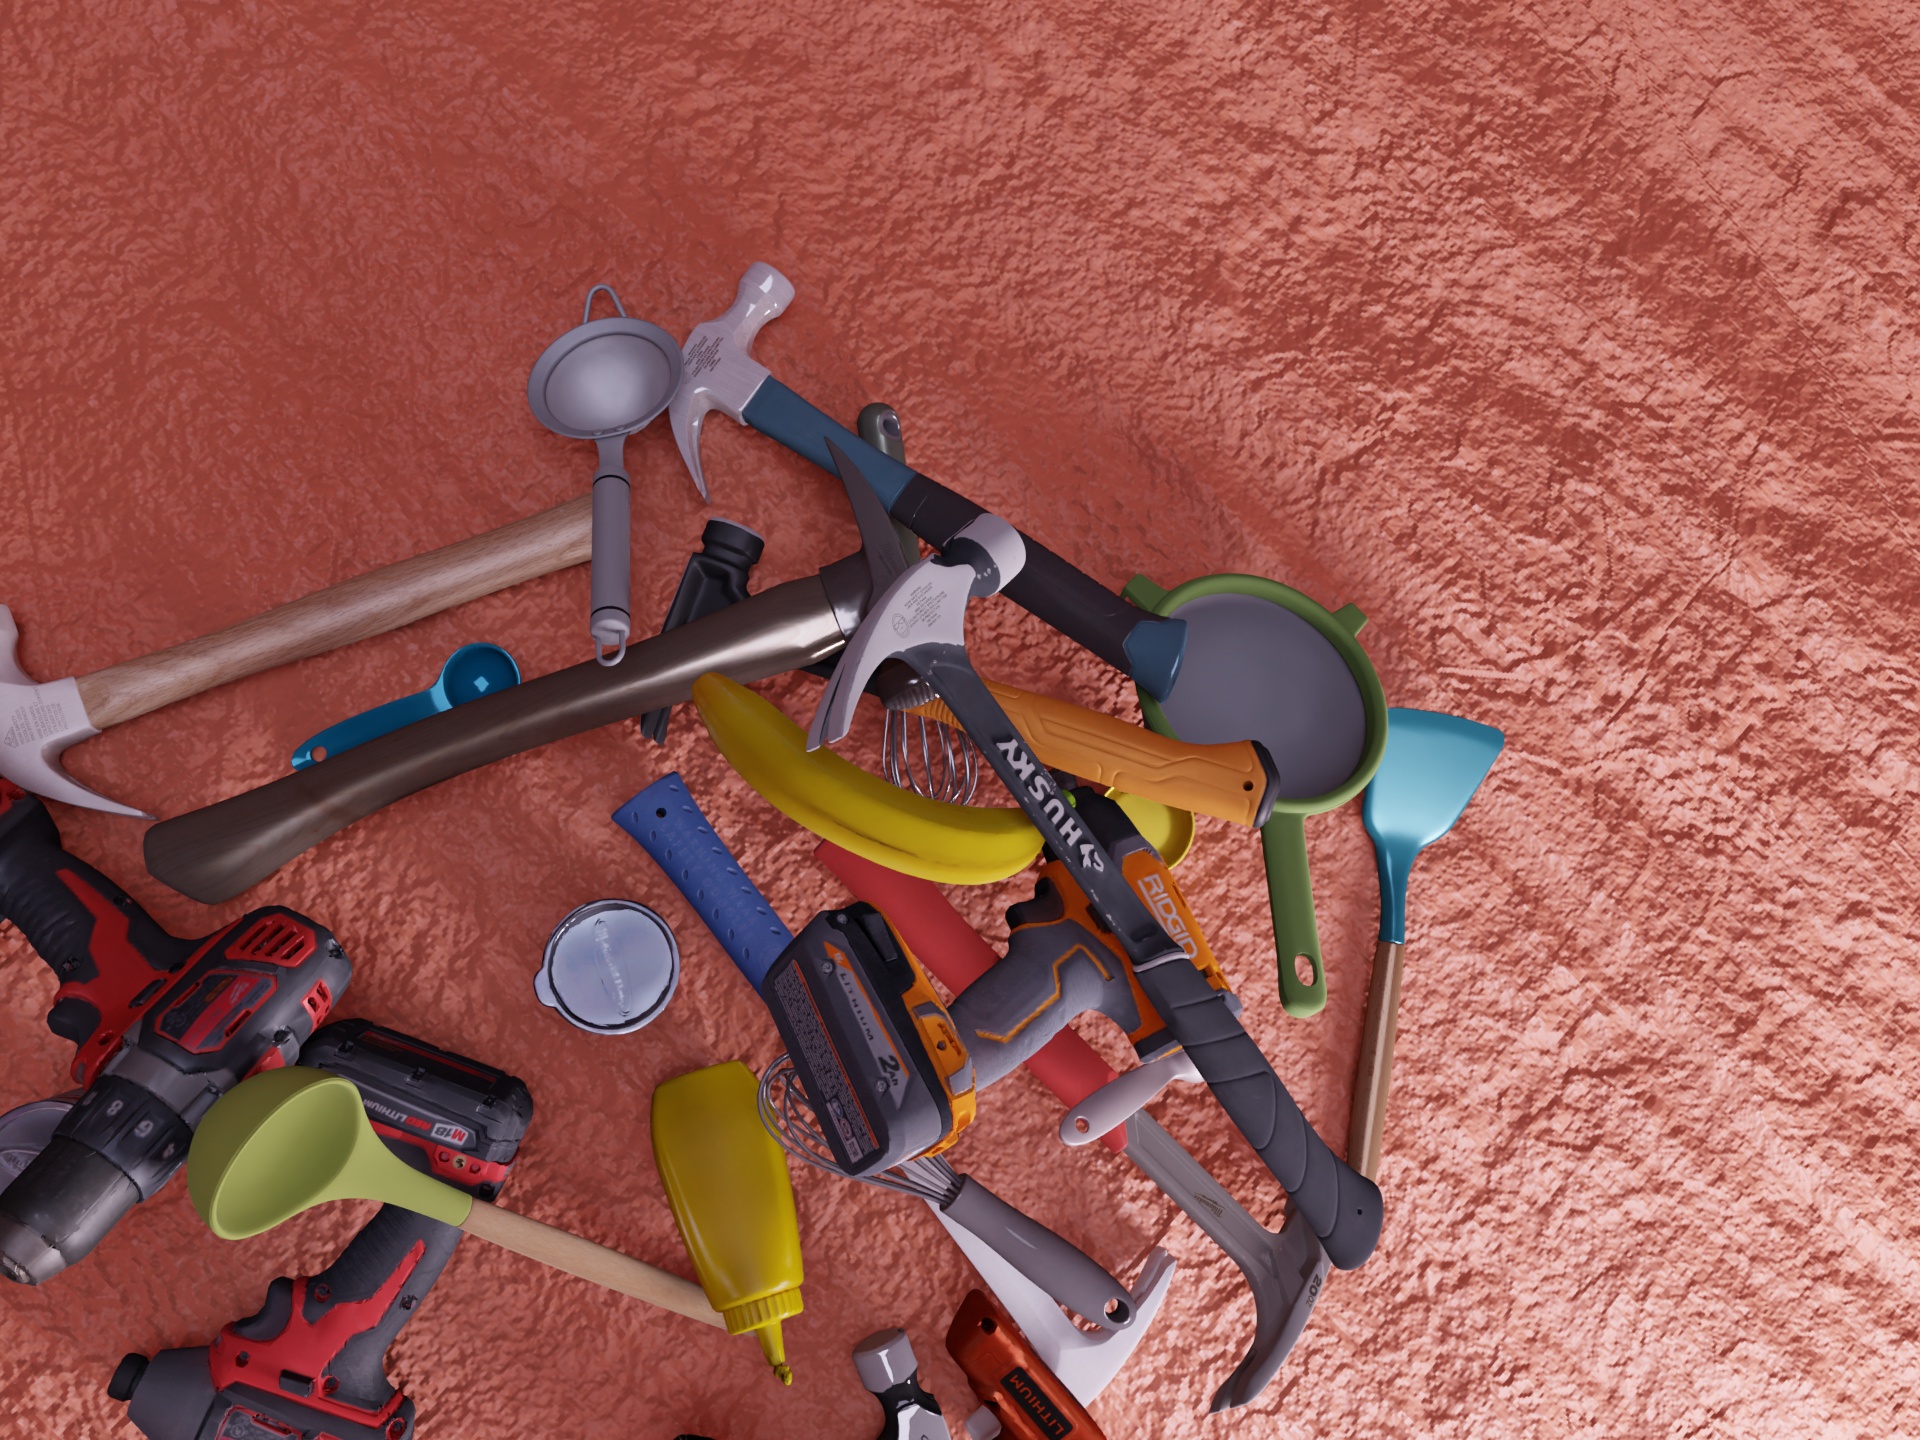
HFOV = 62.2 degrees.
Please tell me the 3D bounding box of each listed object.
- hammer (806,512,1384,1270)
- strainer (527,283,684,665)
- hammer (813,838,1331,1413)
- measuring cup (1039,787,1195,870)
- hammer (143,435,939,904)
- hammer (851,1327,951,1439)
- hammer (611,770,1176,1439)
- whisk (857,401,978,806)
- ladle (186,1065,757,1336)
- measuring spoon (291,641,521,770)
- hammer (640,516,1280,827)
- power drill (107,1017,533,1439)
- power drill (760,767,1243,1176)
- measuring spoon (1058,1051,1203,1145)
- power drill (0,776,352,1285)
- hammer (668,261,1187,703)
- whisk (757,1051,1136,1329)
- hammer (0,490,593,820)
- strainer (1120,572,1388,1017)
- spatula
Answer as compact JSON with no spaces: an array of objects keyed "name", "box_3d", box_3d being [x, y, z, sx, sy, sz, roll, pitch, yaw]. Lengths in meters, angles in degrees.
[{"name":"hammer","box_3d":[0.083,0.104,0.759,0.149,0.036,0.408,-44,103,-35]},{"name":"strainer","box_3d":[-0.182,-0.127,0.825,0.087,0.050,0.259,-10,53,1]},{"name":"hammer","box_3d":[0.053,0.191,0.853,0.359,0.036,0.149,45,46,1]},{"name":"measuring cup","box_3d":[0.053,0.064,0.900,0.156,0.029,0.062,-6,87,1]},{"name":"hammer","box_3d":[-0.220,-0.012,0.813,0.410,0.038,0.146,-21,75,-1]},{"name":"hammer","box_3d":[-0.154,0.450,0.810,0.334,0.035,0.146,-21,87,-12]},{"name":"hammer","box_3d":[-0.044,0.197,0.857,0.144,0.035,0.405,-37,91,-12]},{"name":"whisk","box_3d":[-0.031,-0.060,0.887,0.057,0.059,0.246,1,77,-47]},{"name":"ladle","box_3d":[-0.208,0.245,0.746,0.319,0.062,0.078,37,81,-33]},{"name":"measuring spoon","box_3d":[-0.294,-0.003,0.848,0.128,0.021,0.042,-24,89,-3]},{"name":"hammer","box_3d":[-0.001,-0.003,0.830,0.337,0.034,0.127,18,81,12]},{"name":"power drill","box_3d":[-0.312,0.268,0.784,0.143,0.078,0.220,23,83,-7]},{"name":"power drill","box_3d":[0.020,0.117,0.804,0.226,0.084,0.164,-16,71,-33]},{"name":"measuring spoon","box_3d":[0.098,0.192,0.843,0.124,0.018,0.034,-22,74,-40]},{"name":"power drill","box_3d":[-0.421,0.130,0.718,0.227,0.080,0.188,25,48,8]},{"name":"hammer","box_3d":[-0.018,-0.116,0.858,0.331,0.033,0.128,34,82,11]},{"name":"whisk","box_3d":[-0.004,0.246,0.818,0.239,0.055,0.055,37,79,-9]},{"name":"hammer","box_3d":[-0.340,-0.047,0.834,0.331,0.031,0.130,-21,87,-12]},{"name":"strainer","box_3d":[0.160,0.043,0.869,0.151,0.069,0.257,6,62,-16]},{"name":"spatula","box_3d":[0.247,0.153,0.911,0.082,0.044,0.317,11,83,-15]}]
